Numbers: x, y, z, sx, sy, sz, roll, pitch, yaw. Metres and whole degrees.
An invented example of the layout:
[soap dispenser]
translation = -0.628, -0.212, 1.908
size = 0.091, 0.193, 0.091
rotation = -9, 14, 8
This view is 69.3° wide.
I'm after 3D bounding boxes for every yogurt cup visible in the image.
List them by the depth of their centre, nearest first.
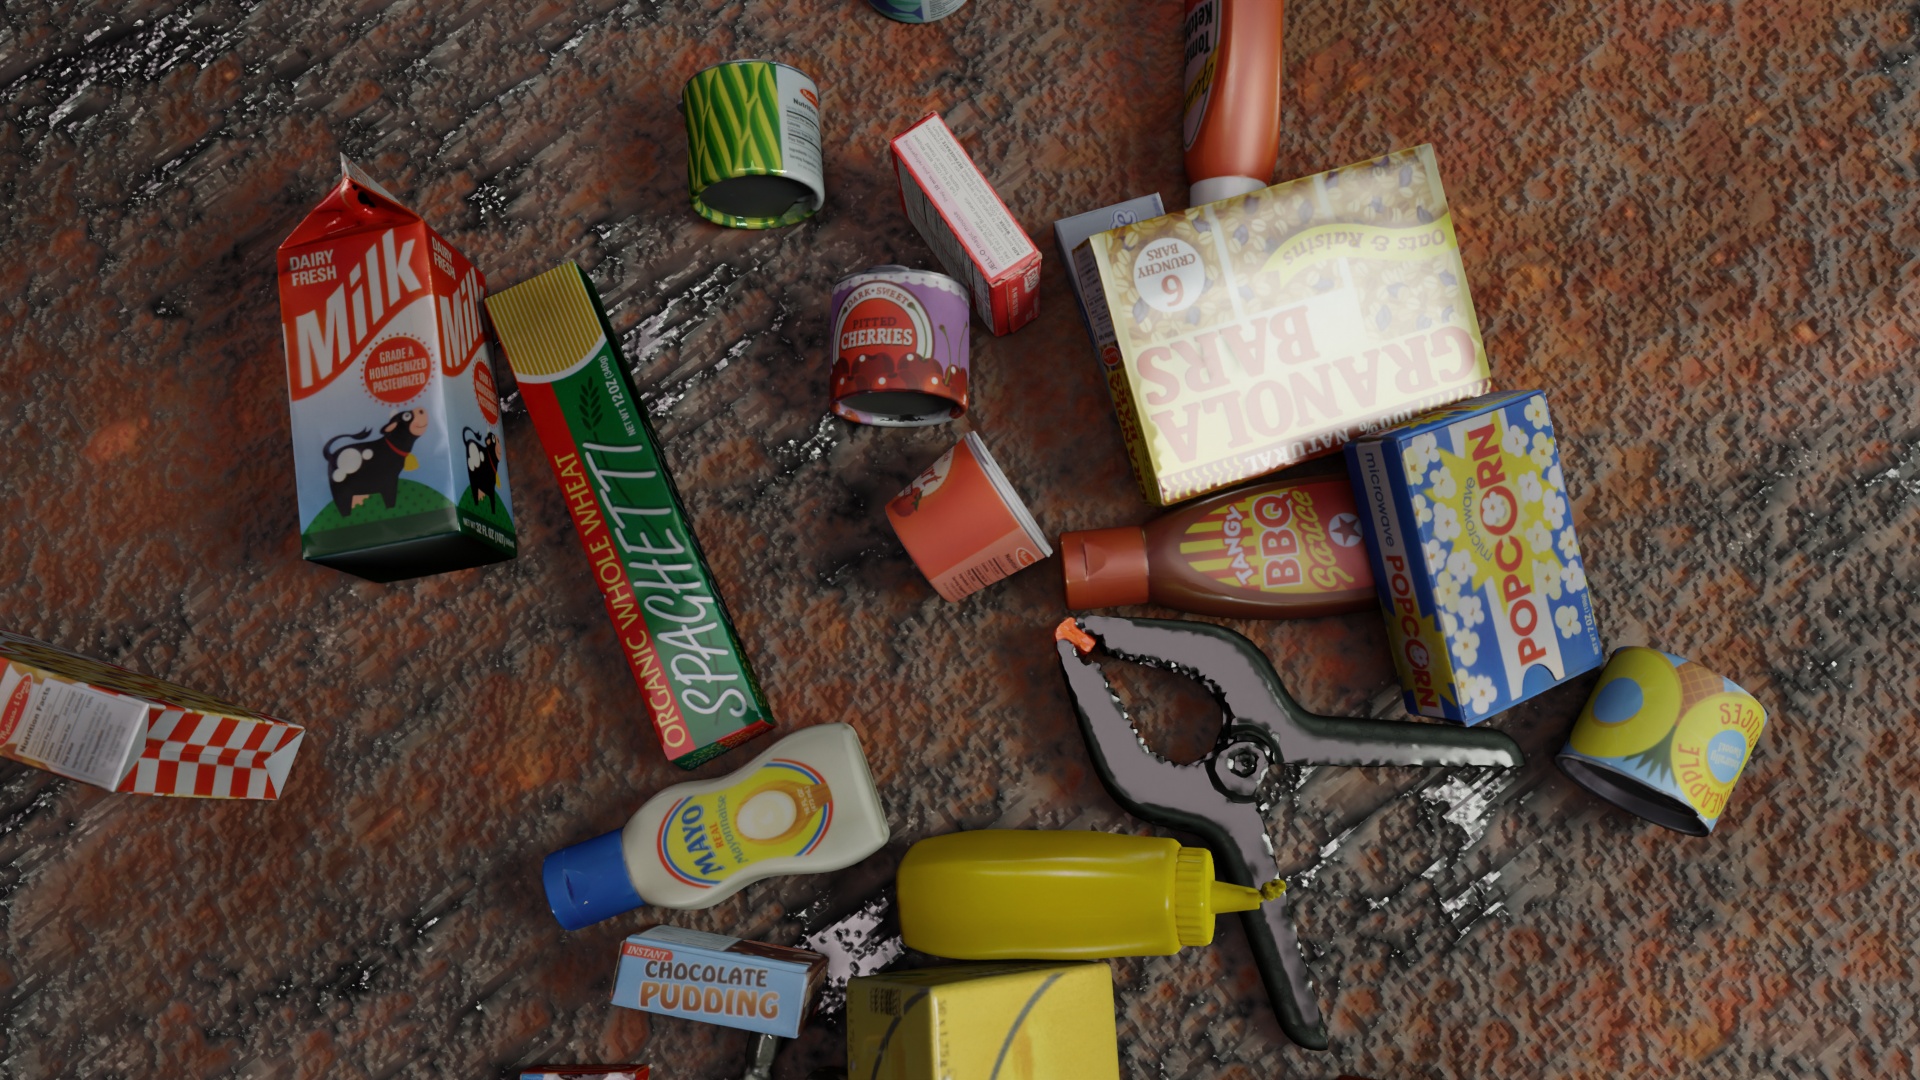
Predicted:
[yogurt cup]
translation = 0.002, -0.008, 0.635
size = 0.054, 0.072, 0.072
rotation = -34, 79, 5

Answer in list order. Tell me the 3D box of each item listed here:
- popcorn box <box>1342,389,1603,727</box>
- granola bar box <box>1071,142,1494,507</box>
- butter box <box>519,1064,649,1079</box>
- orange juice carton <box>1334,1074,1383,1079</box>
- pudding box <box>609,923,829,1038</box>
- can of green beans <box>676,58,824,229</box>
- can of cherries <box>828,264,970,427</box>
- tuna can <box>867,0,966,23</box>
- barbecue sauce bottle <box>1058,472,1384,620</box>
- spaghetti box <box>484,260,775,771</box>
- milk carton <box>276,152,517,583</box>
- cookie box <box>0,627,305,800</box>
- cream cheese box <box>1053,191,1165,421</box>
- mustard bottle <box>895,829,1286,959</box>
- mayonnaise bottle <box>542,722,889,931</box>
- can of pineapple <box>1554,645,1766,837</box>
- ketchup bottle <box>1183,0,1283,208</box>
[popcorn box]
translation = 0.222, 0.005, 0.601
size = 0.085, 0.038, 0.126
rotation = -18, 97, -24
[granola bar box]
translation = 0.147, -0.097, 0.632
size = 0.166, 0.039, 0.124
rotation = -17, 94, -9
[butter box]
translation = -0.165, 0.283, 0.603
size = 0.053, 0.024, 0.103
rotation = -2, 78, 3
[orange juice carton]
translation = 0.151, 0.272, 0.535
size = 0.193, 0.071, 0.073
rotation = -32, 85, -24
[pudding box]
translation = -0.104, 0.191, 0.606
size = 0.084, 0.049, 0.030
rotation = 9, 81, 5
[can of green beans]
translation = -0.100, -0.191, 0.675
size = 0.071, 0.071, 0.058
rotation = -5, 79, 2
[can of cherries]
translation = -0.030, -0.089, 0.648
size = 0.071, 0.071, 0.058
rotation = 0, 79, 3
[tuna can]
translation = -0.025, -0.303, 0.710
size = 0.071, 0.032, 0.071
rotation = -1, 79, 3
[barbecue sauce bottle]
translation = 0.120, 0.007, 0.635
size = 0.148, 0.043, 0.065
rotation = -6, 73, 2
[spaghetti box]
translation = -0.158, -0.015, 0.661
size = 0.050, 0.028, 0.250
rotation = -24, 78, -1
[milk carton]
translation = -0.267, -0.082, 0.658
size = 0.073, 0.072, 0.191
rotation = -11, 78, 1
[cookie box]
translation = -0.399, 0.070, 0.608
size = 0.167, 0.122, 0.040
rotation = 16, 80, 6
[cream cheese box]
translation = 0.086, -0.113, 0.670
size = 0.053, 0.024, 0.104
rotation = -18, 78, 0
[mustard bottle]
translation = 0.055, 0.150, 0.585
size = 0.160, 0.065, 0.048
rotation = -3, 93, 17
[mayonnaise bottle]
translation = -0.110, 0.133, 0.622
size = 0.148, 0.041, 0.065
rotation = -20, 80, -2
[can of pineapple]
translation = 0.302, 0.086, 0.596
size = 0.071, 0.071, 0.058
rotation = 30, 82, 8
[ketchup bottle]
translation = 0.131, -0.207, 0.670
size = 0.043, 0.064, 0.149
rotation = 2, 87, -10
